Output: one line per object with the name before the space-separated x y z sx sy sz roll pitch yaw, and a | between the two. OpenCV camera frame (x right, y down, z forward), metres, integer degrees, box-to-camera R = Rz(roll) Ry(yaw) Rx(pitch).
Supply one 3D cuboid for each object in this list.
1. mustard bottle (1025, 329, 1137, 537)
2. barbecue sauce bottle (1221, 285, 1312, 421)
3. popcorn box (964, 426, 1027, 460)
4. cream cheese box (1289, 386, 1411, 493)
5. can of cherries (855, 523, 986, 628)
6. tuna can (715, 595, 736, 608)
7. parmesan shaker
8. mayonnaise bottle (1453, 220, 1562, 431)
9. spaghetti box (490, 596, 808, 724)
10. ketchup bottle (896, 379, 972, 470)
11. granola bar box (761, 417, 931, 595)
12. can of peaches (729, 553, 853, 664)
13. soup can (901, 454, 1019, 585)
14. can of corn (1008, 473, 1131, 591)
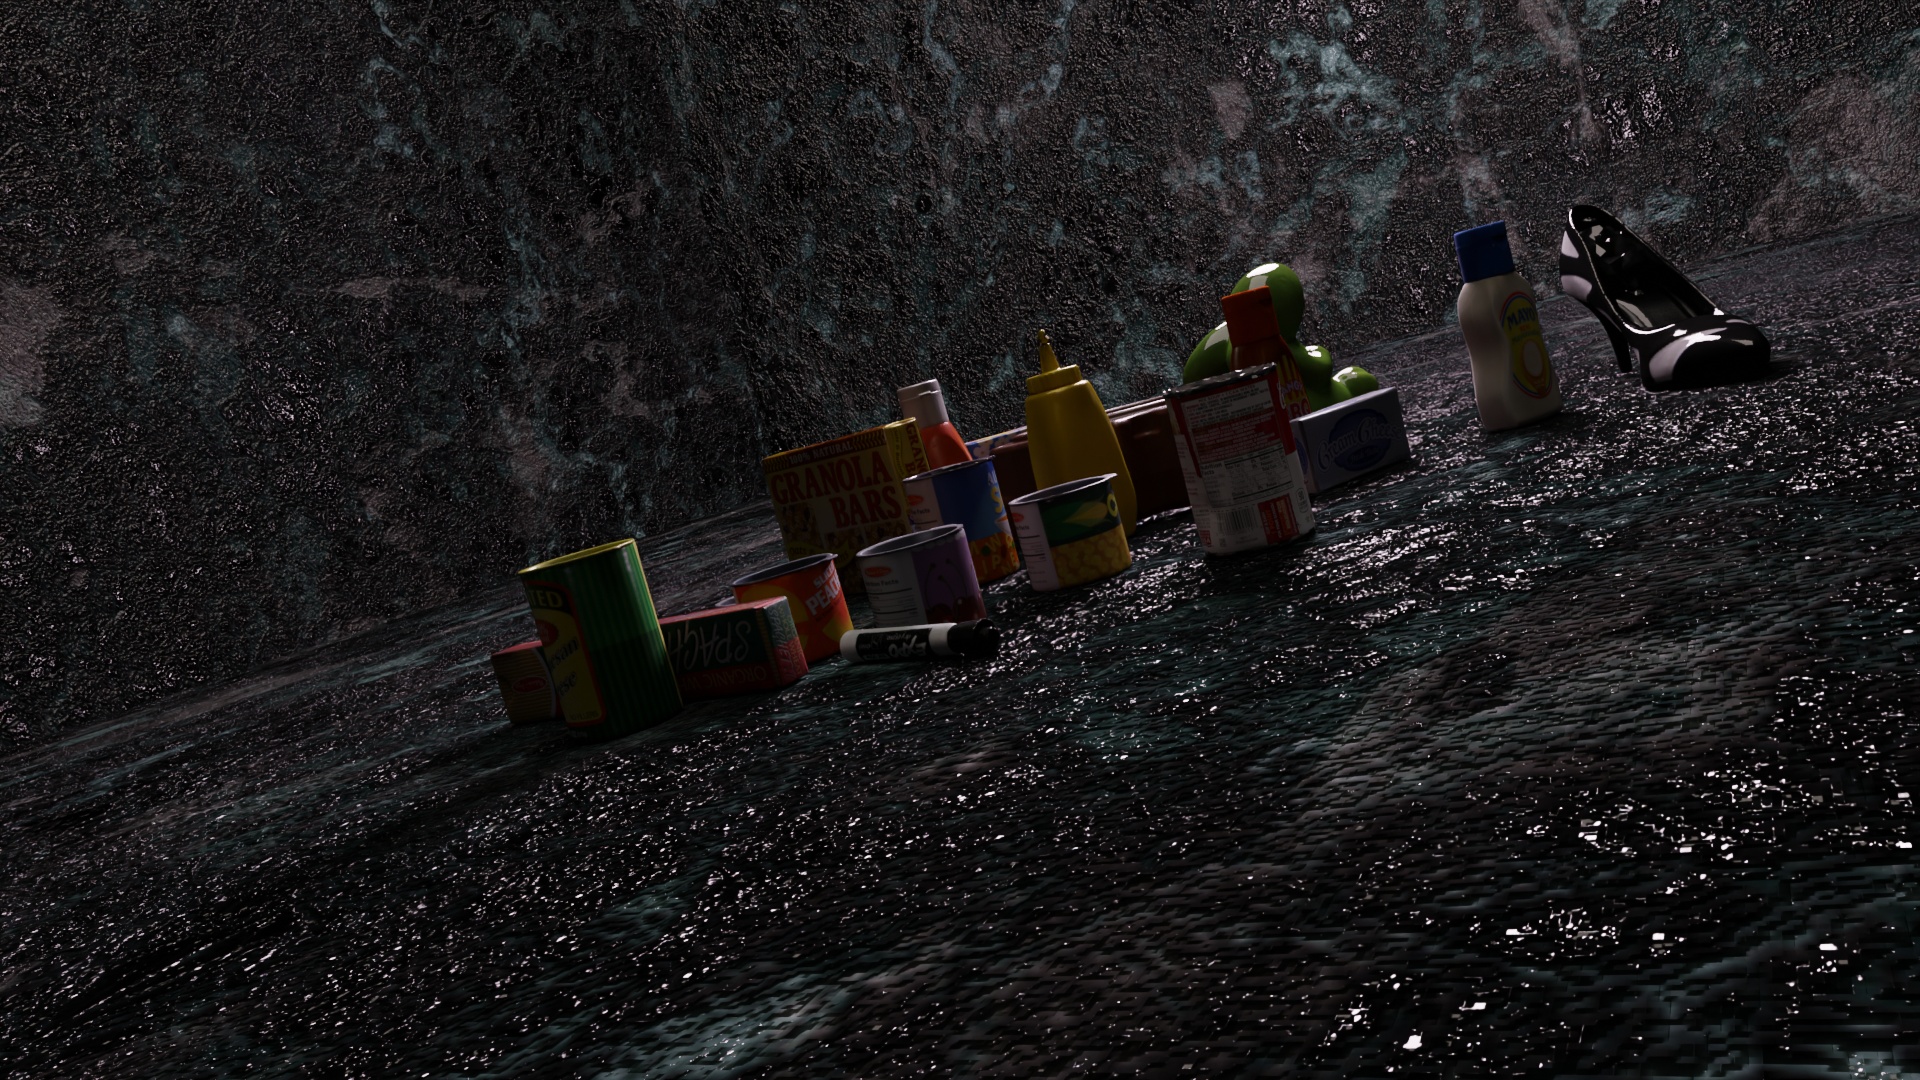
mustard bottle | 0.079 -0.073 0.997 0.065 0.160 0.048 -19 6 -32
barbecue sauce bottle | 0.229 -0.113 1.035 0.065 0.148 0.043 -20 7 -40
popcorn box | 0.070 -0.066 1.308 0.127 0.085 0.038 -17 6 -17
cream cheese box | 0.275 -0.071 0.988 0.104 0.053 0.024 -19 7 -31
can of cherries | -0.020 0.026 0.824 0.071 0.058 0.071 -15 6 2
tuna can | -0.143 0.053 1.007 0.071 0.033 0.071 -15 6 2
parmesan shaker | -0.202 0.057 0.789 0.071 0.103 0.071 -15 6 2
mayonnaise bottle | 0.398 -0.158 1.021 0.065 0.148 0.041 -19 6 -29
spaghetti box | -0.197 0.076 0.852 0.249 0.050 0.029 -11 7 35
ketchup bottle | -0.017 -0.062 1.186 0.065 0.148 0.043 -17 6 -15
granola bar box | -0.082 -0.021 1.100 0.039 0.124 0.165 -20 8 -41
can of peaches | -0.102 0.044 0.864 0.071 0.058 0.071 -15 6 2
soup can | 0.004 -0.012 0.995 0.071 0.083 0.071 -15 6 2
can of corn | 0.072 -0.005 0.877 0.071 0.058 0.071 -15 6 2
